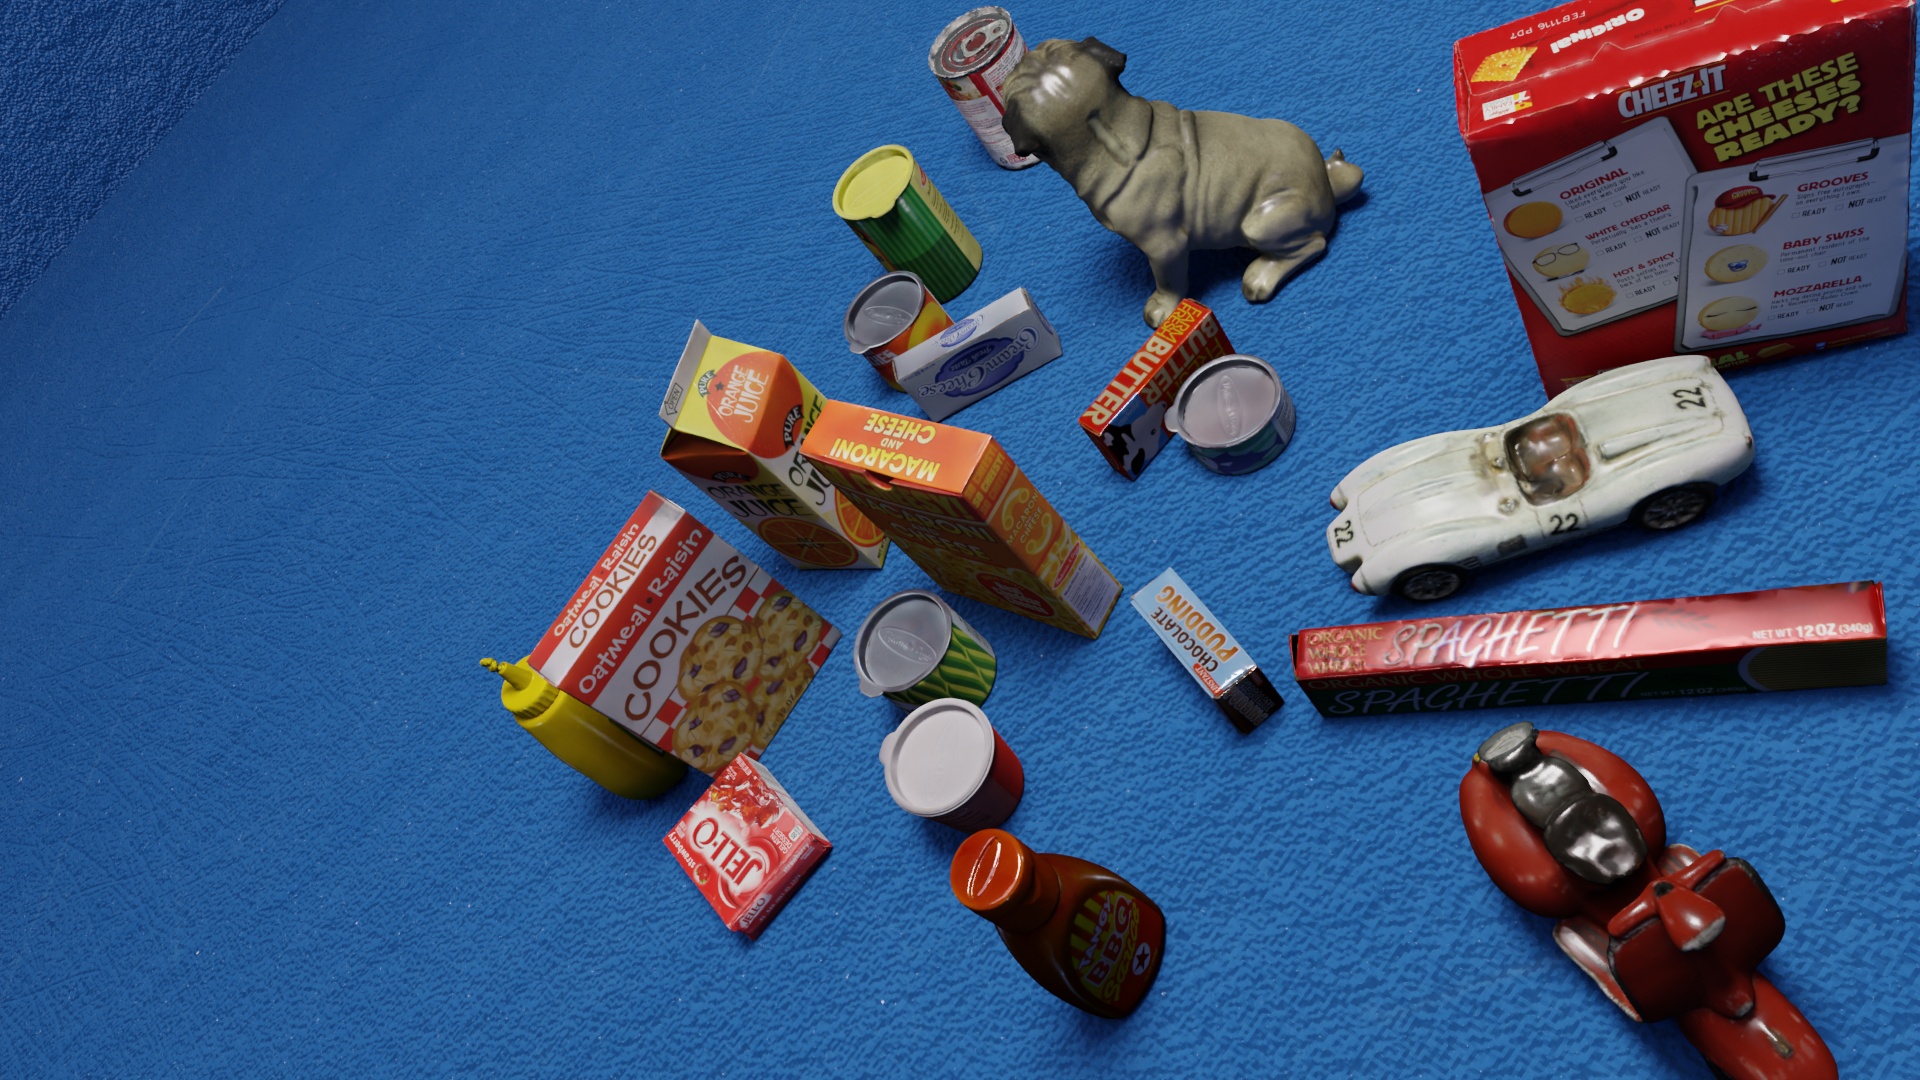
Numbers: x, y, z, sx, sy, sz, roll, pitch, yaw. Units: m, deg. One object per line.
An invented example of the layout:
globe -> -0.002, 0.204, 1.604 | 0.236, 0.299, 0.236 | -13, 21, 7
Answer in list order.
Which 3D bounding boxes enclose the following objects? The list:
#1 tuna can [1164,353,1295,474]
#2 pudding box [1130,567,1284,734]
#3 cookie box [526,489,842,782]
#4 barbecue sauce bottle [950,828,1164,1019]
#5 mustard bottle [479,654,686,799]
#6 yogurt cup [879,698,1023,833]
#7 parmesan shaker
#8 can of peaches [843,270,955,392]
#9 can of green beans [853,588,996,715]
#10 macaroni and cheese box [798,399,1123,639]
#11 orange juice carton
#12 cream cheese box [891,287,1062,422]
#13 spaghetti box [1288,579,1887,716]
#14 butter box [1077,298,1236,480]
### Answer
tuna can -> 0.159, -0.073, 0.819 | 0.071, 0.032, 0.071 | -17, 53, 24
pudding box -> 0.130, 0.058, 0.738 | 0.030, 0.049, 0.084 | -40, 47, 4
cookie box -> -0.163, 0.065, 0.847 | 0.040, 0.167, 0.123 | 24, 76, 41
barbecue sauce bottle -> 0.046, 0.175, 0.648 | 0.043, 0.148, 0.065 | 10, 67, 38
mustard bottle -> -0.238, 0.110, 0.871 | 0.049, 0.160, 0.065 | -34, 48, 11
yogurt cup -> 0.000, 0.129, 0.774 | 0.072, 0.054, 0.073 | -17, 53, 24
parmesan shaker -> -0.036, -0.223, 1.000 | 0.071, 0.103, 0.071 | -17, 53, 24
can of peaches -> -0.041, -0.145, 0.982 | 0.071, 0.058, 0.071 | -17, 53, 24
can of green beans -> -0.021, 0.071, 0.824 | 0.071, 0.057, 0.071 | -17, 53, 24
macaroni and cheese box -> 0.003, -0.010, 0.788 | 0.124, 0.166, 0.040 | 16, 71, 40
orange juice carton -> -0.119, -0.056, 0.881 | 0.073, 0.192, 0.072 | -2, 60, 33
cream cheese box -> 0.012, -0.124, 0.936 | 0.103, 0.053, 0.024 | -27, 49, 16
spaghetti box -> 0.280, 0.053, 0.642 | 0.250, 0.050, 0.029 | -8, 57, 29
butter box -> 0.121, -0.092, 0.843 | 0.103, 0.053, 0.024 | -49, 47, -4
